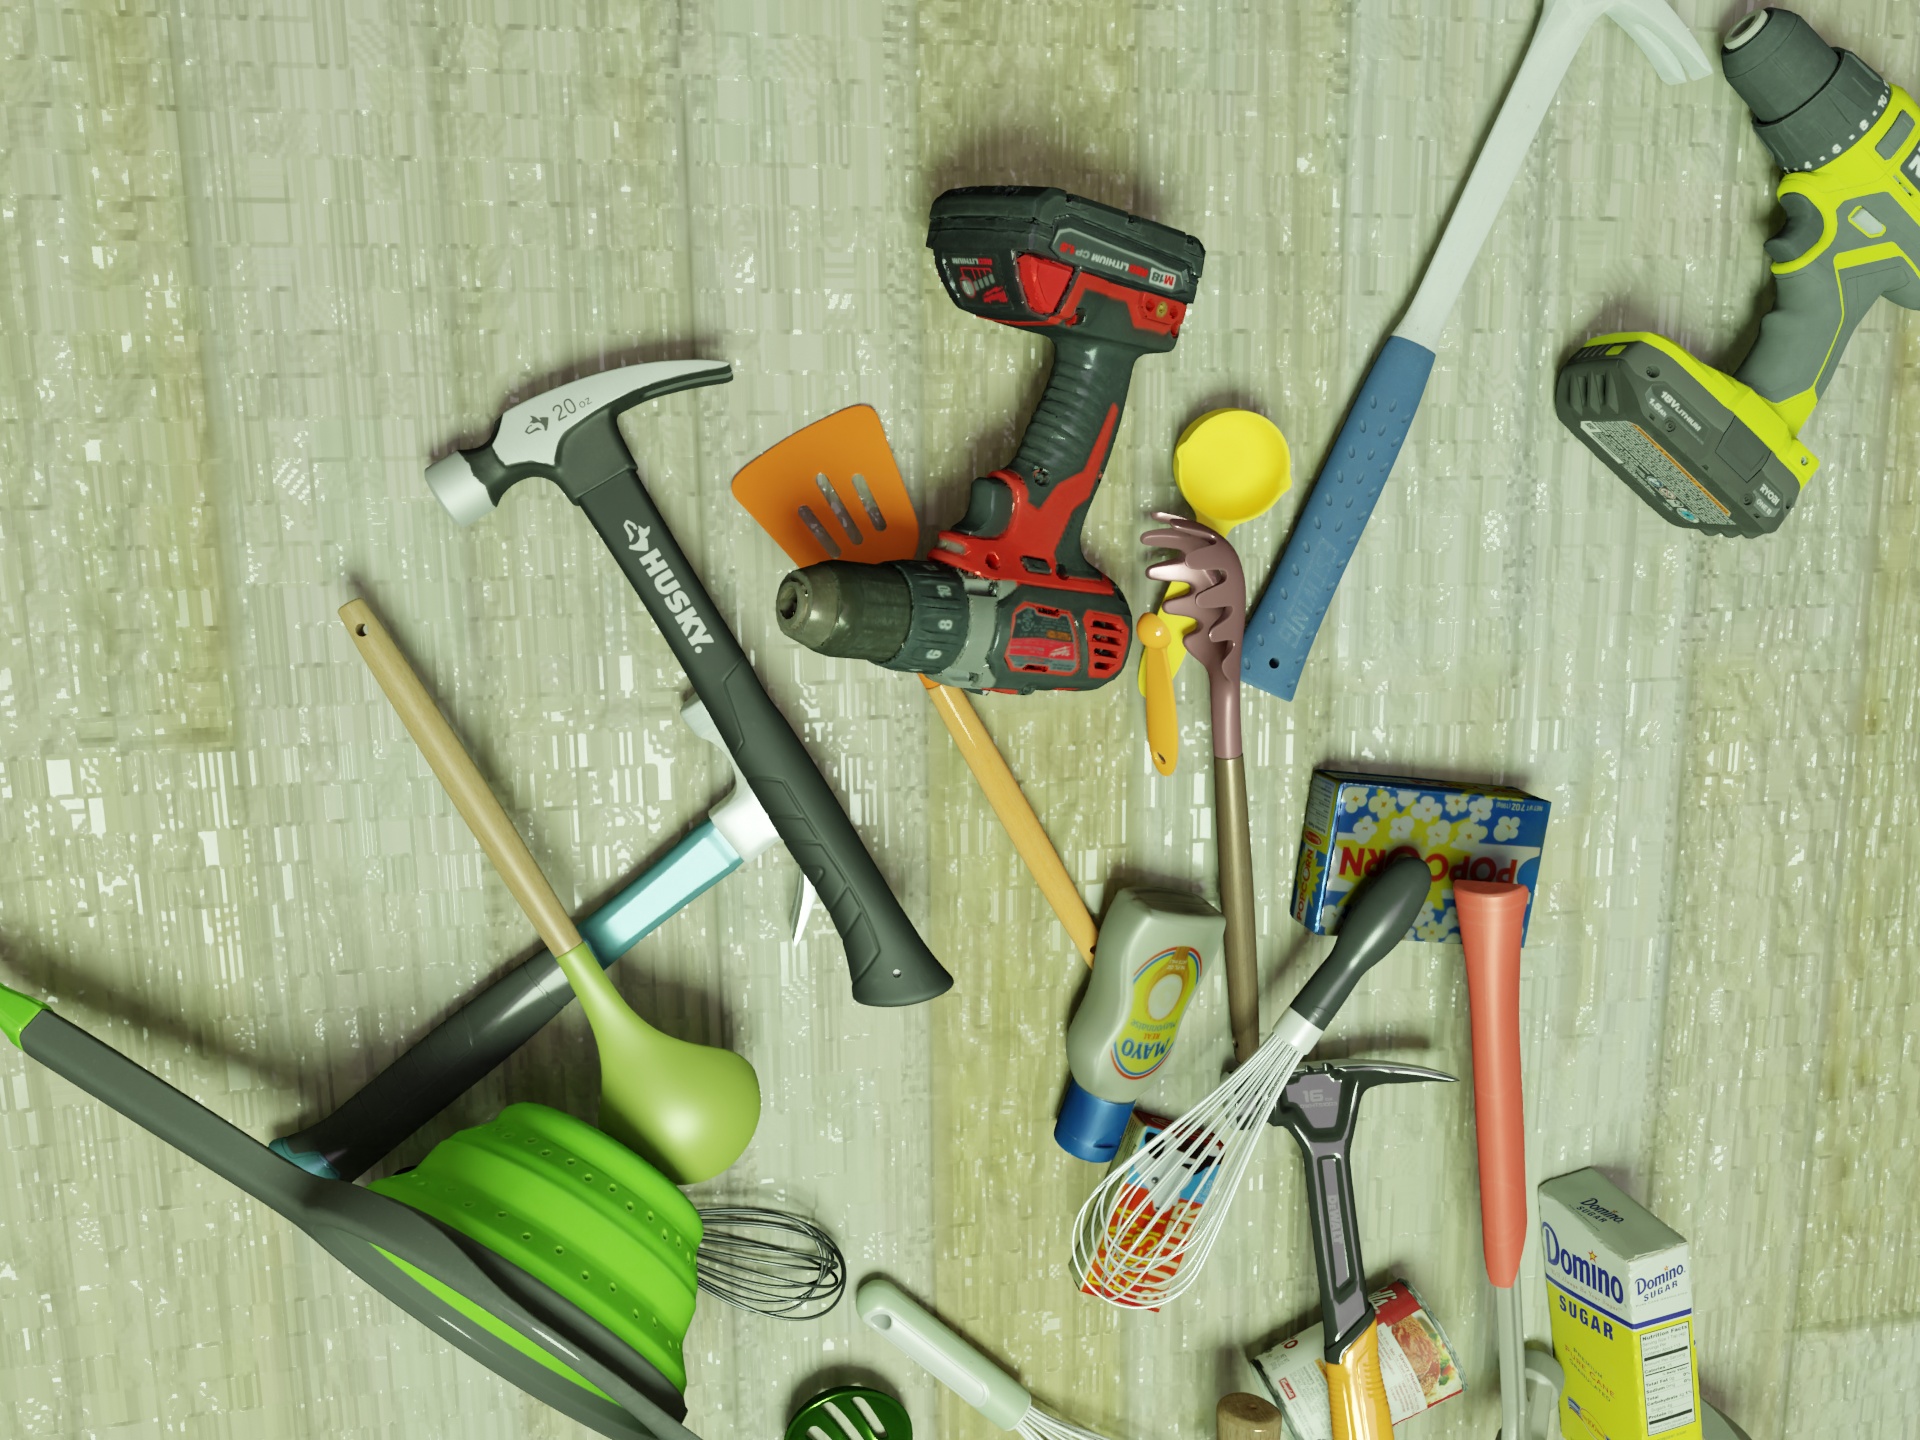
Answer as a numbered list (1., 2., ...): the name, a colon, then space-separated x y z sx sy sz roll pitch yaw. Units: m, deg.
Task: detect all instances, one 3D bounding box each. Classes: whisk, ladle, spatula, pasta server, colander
1. whisk: 0.158 0.188 0.830 0.070 0.070 0.284 36 92 -16
2. whisk: 0.036 0.388 0.882 0.246 0.059 0.058 42 118 -12
3. ladle: -0.196 0.083 0.748 0.078 0.062 0.320 -31 97 -2
4. whisk: -0.172 0.263 0.814 0.239 0.055 0.055 15 98 -10
5. spatula: -0.001 -0.003 0.809 0.081 0.041 0.322 -32 109 -5
6. pasta server: 0.133 0.044 0.825 0.040 0.060 0.316 -13 112 -14
7. colander: -0.255 0.198 0.723 0.397 0.204 0.094 32 58 1

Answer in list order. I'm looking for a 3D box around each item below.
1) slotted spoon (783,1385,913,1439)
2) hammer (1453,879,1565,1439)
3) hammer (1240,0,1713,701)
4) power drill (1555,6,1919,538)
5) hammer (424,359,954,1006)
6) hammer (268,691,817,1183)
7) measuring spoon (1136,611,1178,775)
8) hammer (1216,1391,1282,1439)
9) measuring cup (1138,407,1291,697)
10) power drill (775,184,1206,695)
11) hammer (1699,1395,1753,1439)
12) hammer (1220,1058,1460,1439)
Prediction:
1. slotted spoon: -0.003 0.486 0.902 0.070 0.031 0.313 -33 107 -4
2. hammer: 0.290 0.259 0.858 0.037 0.149 0.359 2 108 32
3. hammer: 0.241 -0.199 0.813 0.144 0.035 0.405 23 96 -15
4. power drill: 0.418 -0.229 0.824 0.190 0.080 0.228 37 89 -16
5. hammer: -0.100 -0.011 0.746 0.146 0.035 0.335 -31 93 -4
6. hammer: -0.206 0.129 0.786 0.331 0.033 0.128 -39 105 -2
7. measuring spoon: 0.098 -0.009 0.801 0.011 0.021 0.116 -37 142 -22
8. hammer: 0.160 0.530 0.896 0.130 0.031 0.331 6 106 23
9. measuring cup: 0.121 -0.086 0.821 0.062 0.029 0.156 15 109 -10
10. power drill: 0.014 -0.124 0.730 0.187 0.080 0.226 3 102 -38
11. hammer: 0.332 0.577 0.960 0.038 0.146 0.410 38 101 -15
12. hammer: 0.220 0.353 0.854 0.127 0.034 0.337 -5 82 0
